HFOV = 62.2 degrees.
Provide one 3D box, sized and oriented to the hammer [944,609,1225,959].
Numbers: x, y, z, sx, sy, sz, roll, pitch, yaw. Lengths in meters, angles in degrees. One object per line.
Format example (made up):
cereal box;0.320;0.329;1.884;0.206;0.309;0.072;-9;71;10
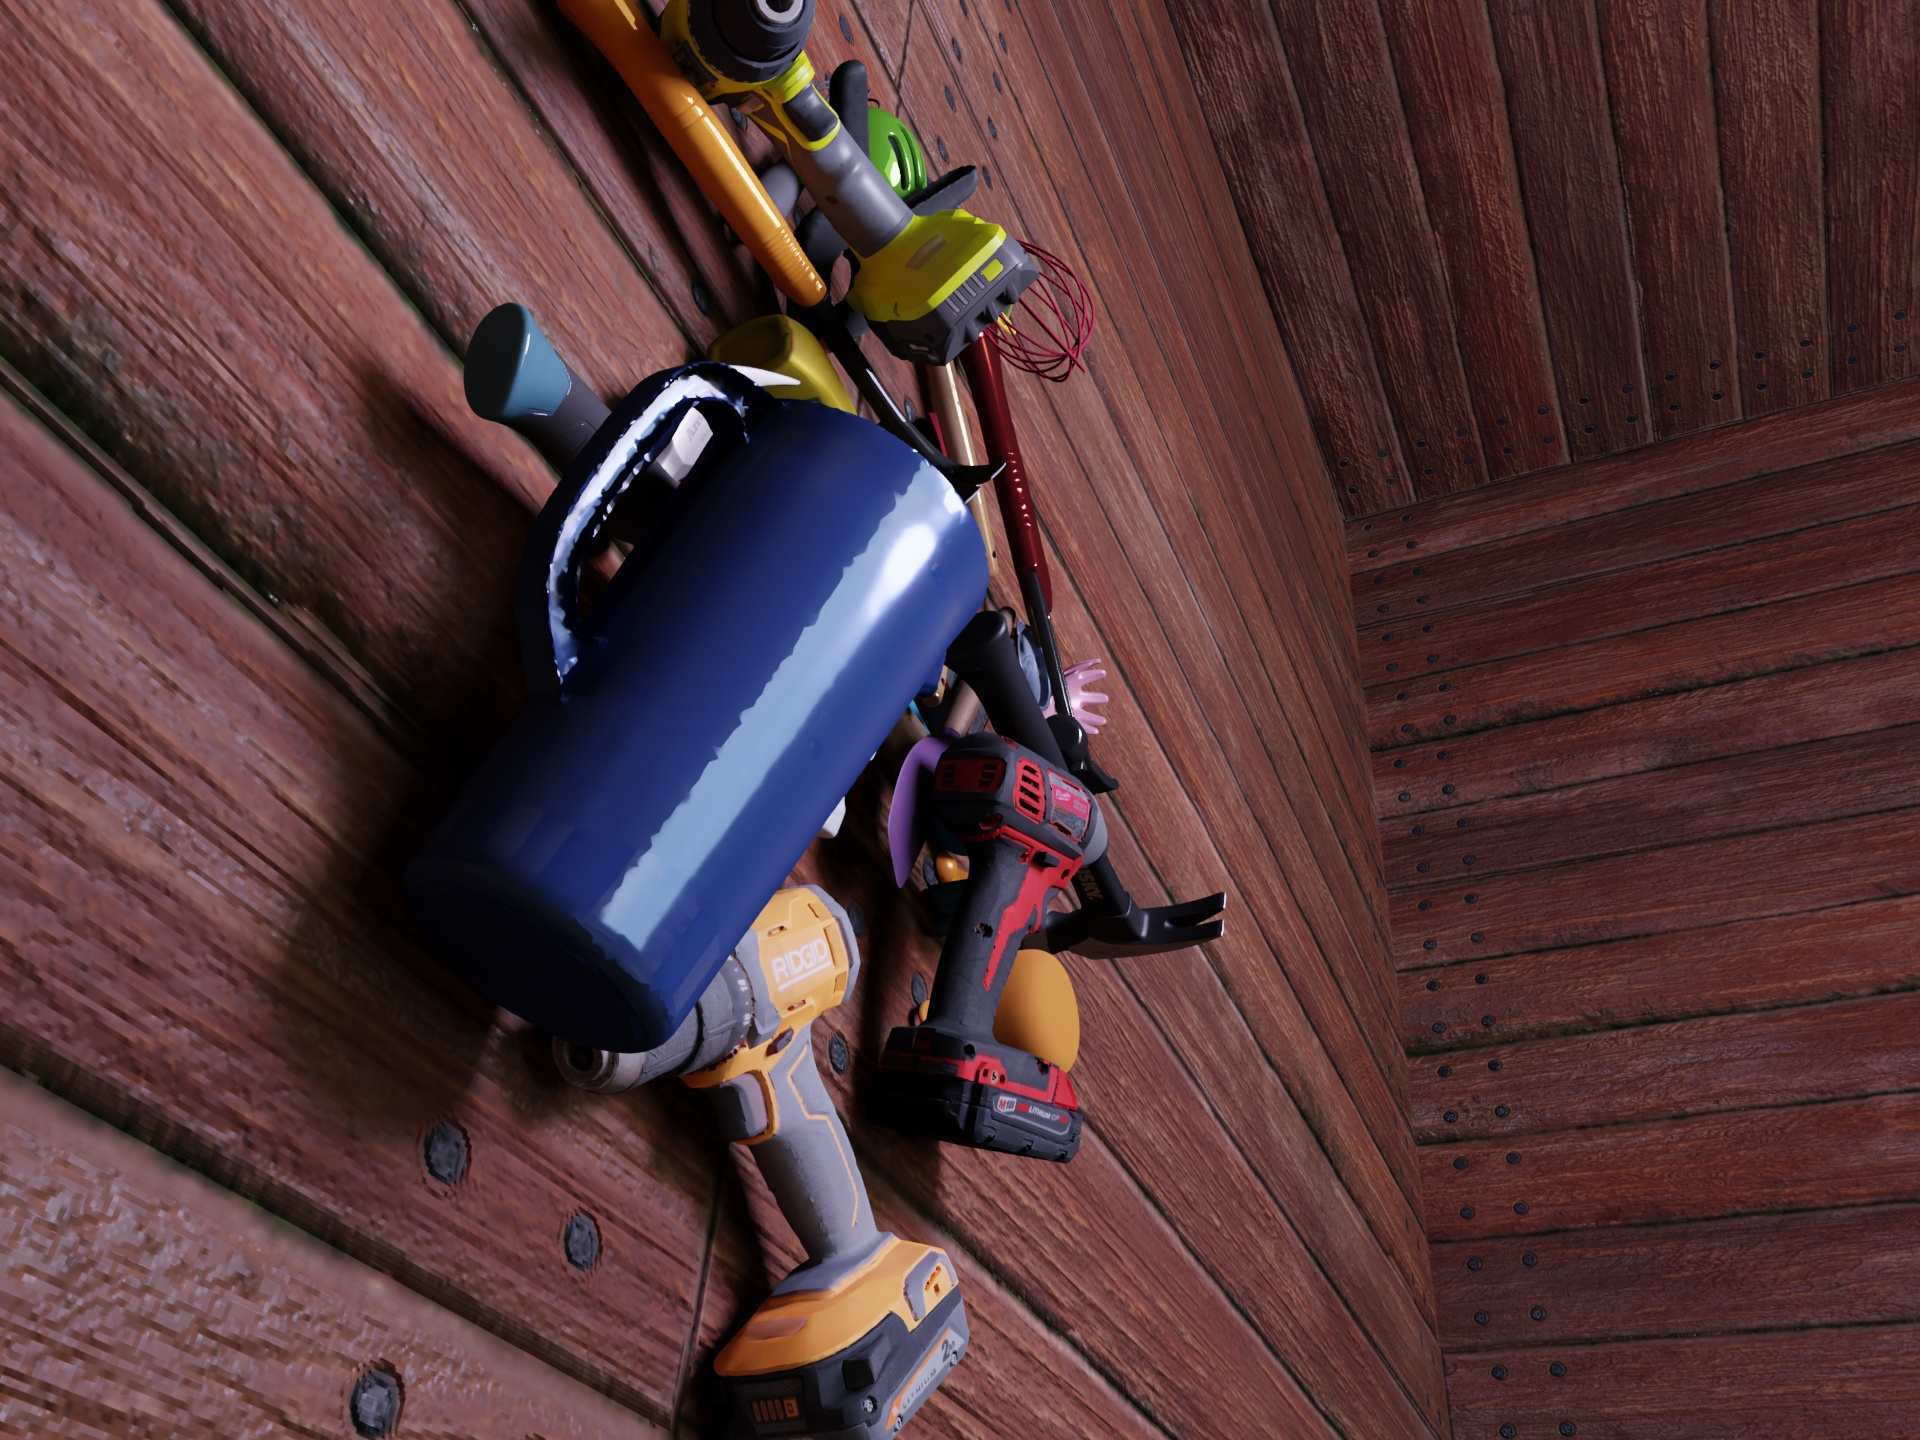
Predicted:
hammer;0.066;0.052;0.998;0.334;0.146;0.035;63;30;-45

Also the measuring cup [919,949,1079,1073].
measuring cup;0.028;0.184;0.995;0.173;0.052;0.095;29;51;-66

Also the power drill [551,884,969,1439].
power drill;-0.084;0.192;0.673;0.185;0.084;0.226;-11;85;-67

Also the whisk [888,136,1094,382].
whisk;0.004;-0.327;1.080;0.296;0.073;0.073;54;7;33

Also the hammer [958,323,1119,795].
hammer;0.048;-0.123;1.132;0.149;0.036;0.359;44;32;-70

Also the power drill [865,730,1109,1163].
power drill;0.028;0.129;0.898;0.143;0.078;0.220;31;65;-49

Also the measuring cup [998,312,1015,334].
measuring cup;-0.015;-0.318;1.160;0.156;0.029;0.062;30;37;-44

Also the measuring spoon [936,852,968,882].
measuring spoon;0.012;0.111;1.055;0.116;0.011;0.021;42;40;-57

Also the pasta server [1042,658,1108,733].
pasta server;0.055;0.017;1.186;0.316;0.040;0.060;-43;129;-65

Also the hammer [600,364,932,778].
hammer;-0.079;-0.062;0.863;0.331;0.031;0.130;57;48;-50

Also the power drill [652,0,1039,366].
power drill;-0.063;-0.300;0.841;0.228;0.080;0.191;47;-3;-25

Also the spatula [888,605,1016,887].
spatula;-0.002;-0.003;0.984;0.316;0.018;0.059;-64;150;-59

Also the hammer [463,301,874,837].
hammer;-0.114;-0.067;0.729;0.330;0.033;0.128;50;56;-54

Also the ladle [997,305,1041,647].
ladle;0.040;-0.210;1.211;0.078;0.062;0.320;19;56;-63

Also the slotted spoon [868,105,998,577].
slotted spoon;-0.016;-0.247;1.044;0.070;0.031;0.313;-31;110;-59

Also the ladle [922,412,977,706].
ladle;-0.010;-0.113;1.057;0.316;0.031;0.069;-86;155;-50

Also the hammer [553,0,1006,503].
hammer;-0.097;-0.252;0.856;0.336;0.034;0.127;52;-11;-32

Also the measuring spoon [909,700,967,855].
measuring spoon;-0.023;0.030;1.014;0.128;0.021;0.042;65;15;-6

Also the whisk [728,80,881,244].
whisk;-0.098;-0.349;1.000;0.055;0.055;0.239;64;29;-31
